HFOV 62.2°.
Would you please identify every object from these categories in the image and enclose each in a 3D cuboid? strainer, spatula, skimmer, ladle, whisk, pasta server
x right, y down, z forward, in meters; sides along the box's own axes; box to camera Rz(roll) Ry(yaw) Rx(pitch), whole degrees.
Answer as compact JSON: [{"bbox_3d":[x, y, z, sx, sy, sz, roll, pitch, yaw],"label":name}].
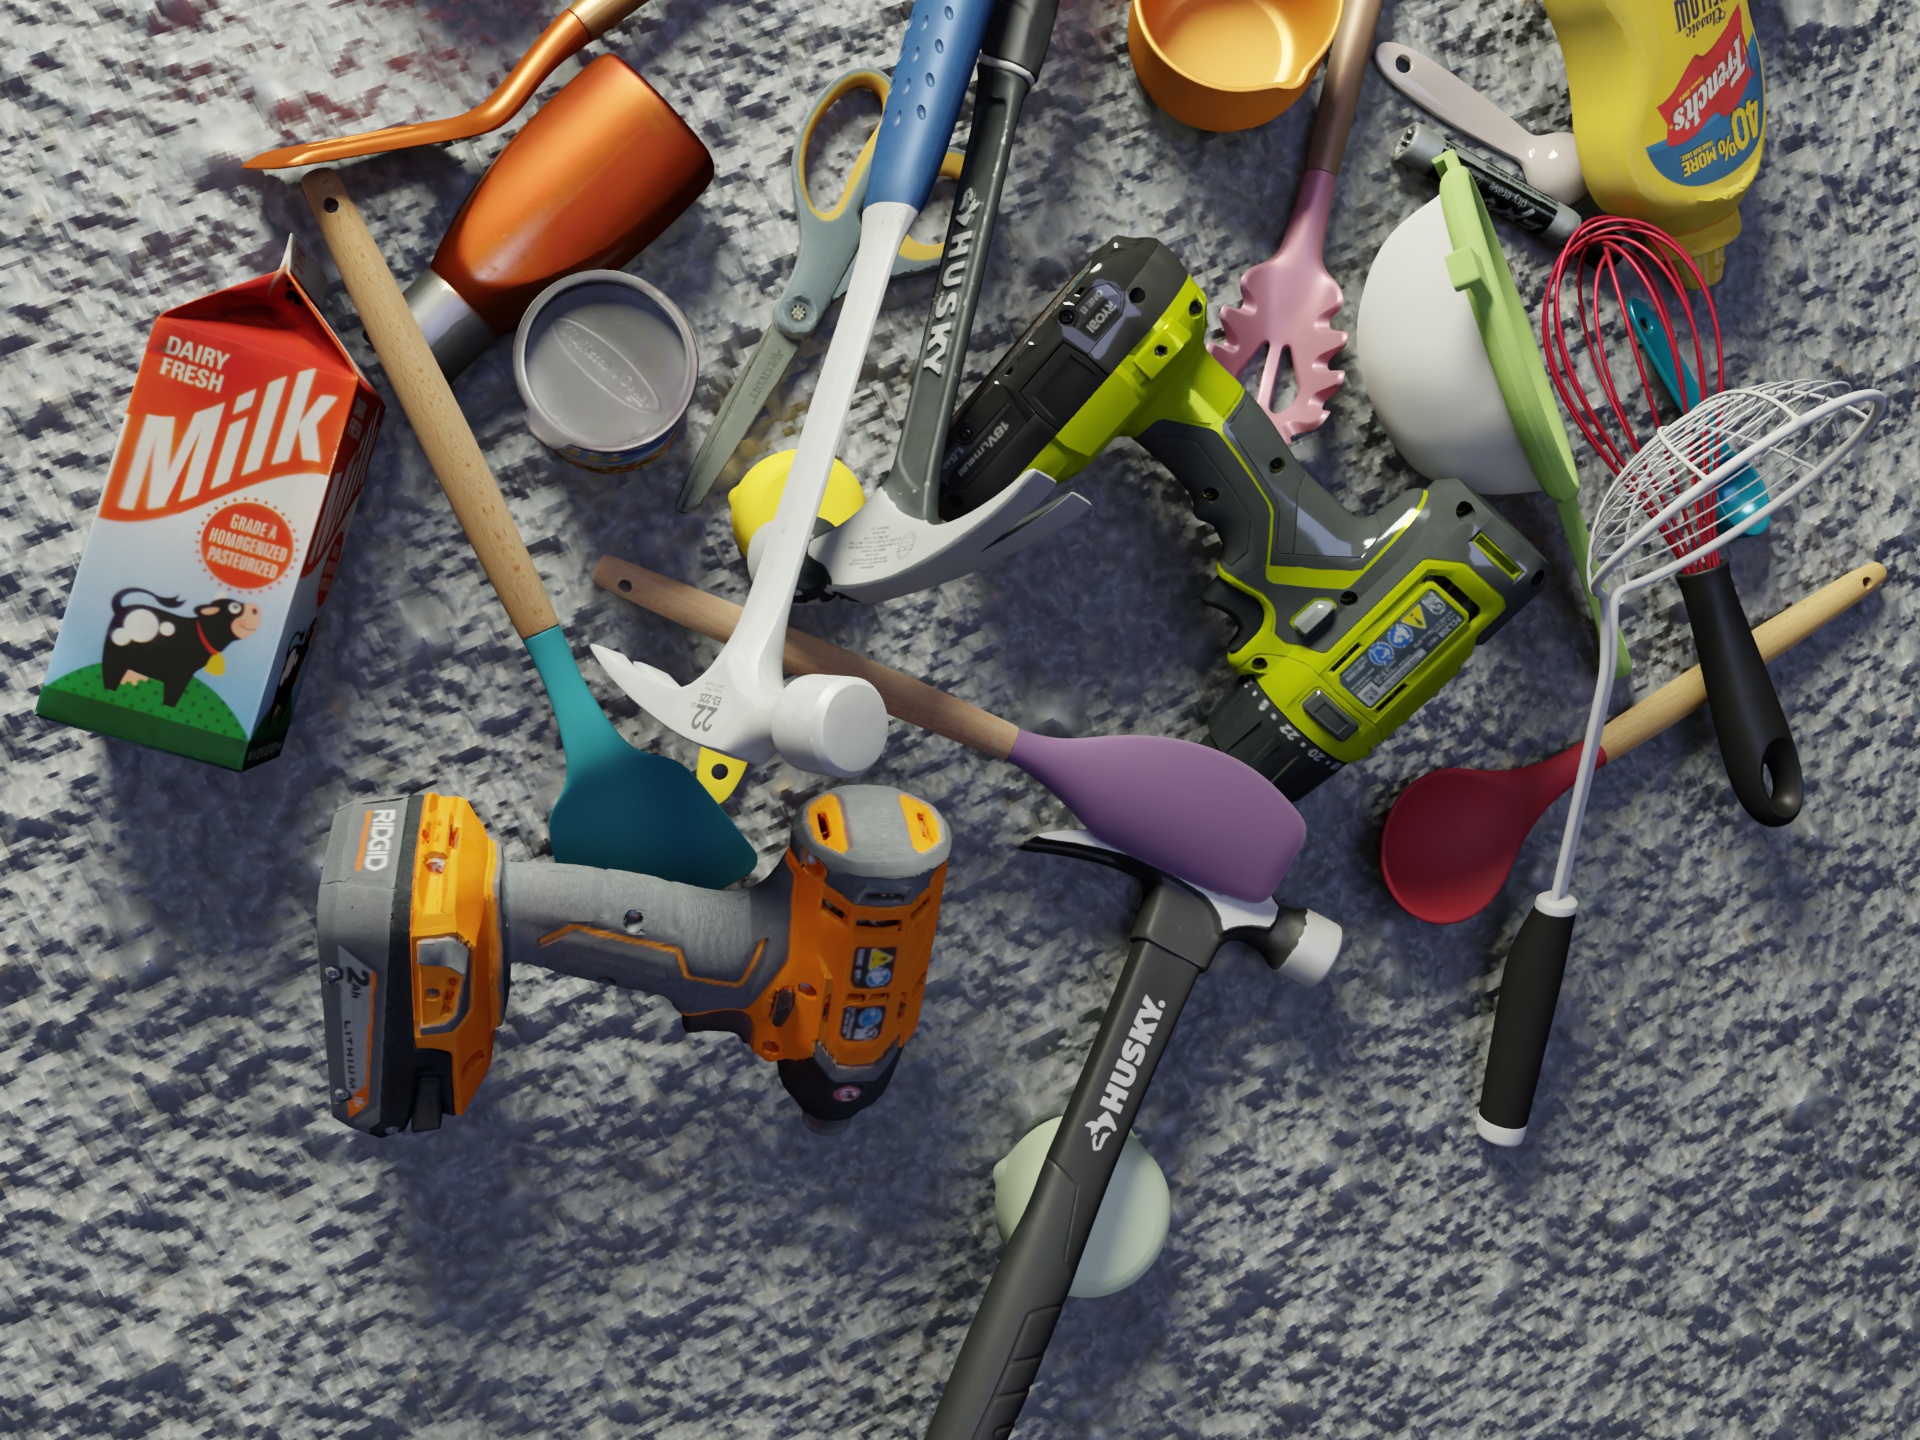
[{"bbox_3d":[0.236,-0.116,0.715,0.069,0.152,0.256,-17,119,24],"label":"strainer"},{"bbox_3d":[-0.139,-0.298,0.631,0.322,0.081,0.041,-44,125,-12],"label":"spatula"},{"bbox_3d":[-0.177,-0.058,0.621,0.082,0.044,0.317,-25,102,-8],"label":"spatula"},{"bbox_3d":[0.297,0.033,0.684,0.127,0.090,0.363,-10,114,-45],"label":"skimmer"},{"bbox_3d":[0.324,0.001,0.761,0.315,0.031,0.069,-30,96,-12],"label":"ladle"},{"bbox_3d":[-0.001,-0.002,0.659,0.316,0.018,0.059,23,110,-8],"label":"spatula"},{"bbox_3d":[0.335,-0.088,0.732,0.073,0.073,0.296,-22,97,-11],"label":"whisk"},{"bbox_3d":[0.168,-0.271,0.707,0.060,0.040,0.316,14,88,6],"label":"pasta server"}]

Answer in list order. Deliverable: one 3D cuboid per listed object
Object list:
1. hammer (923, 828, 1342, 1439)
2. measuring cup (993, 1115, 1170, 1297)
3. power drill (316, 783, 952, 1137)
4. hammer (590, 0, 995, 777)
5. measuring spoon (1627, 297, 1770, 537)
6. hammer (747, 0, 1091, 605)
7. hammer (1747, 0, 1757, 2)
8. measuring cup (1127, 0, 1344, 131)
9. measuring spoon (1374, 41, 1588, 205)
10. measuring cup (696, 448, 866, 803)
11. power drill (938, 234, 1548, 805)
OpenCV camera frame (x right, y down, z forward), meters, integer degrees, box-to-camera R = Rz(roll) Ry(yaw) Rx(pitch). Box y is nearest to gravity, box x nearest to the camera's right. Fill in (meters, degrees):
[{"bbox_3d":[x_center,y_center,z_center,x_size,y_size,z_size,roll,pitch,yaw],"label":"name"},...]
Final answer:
[{"bbox_3d":[0.037,0.201,0.658,0.146,0.035,0.335,28,72,-6],"label":"hammer"},{"bbox_3d":[0.074,0.175,0.704,0.083,0.038,0.167,23,89,-13],"label":"measuring cup"},{"bbox_3d":[-0.124,0.105,0.624,0.226,0.084,0.164,1,122,-14],"label":"power drill"},{"bbox_3d":[-0.034,-0.180,0.598,0.035,0.144,0.405,25,77,-44],"label":"hammer"},{"bbox_3d":[0.348,-0.144,0.767,0.042,0.021,0.128,-28,89,-34],"label":"measuring spoon"},{"bbox_3d":[0.017,-0.241,0.626,0.036,0.149,0.409,24,73,-43],"label":"hammer"},{"bbox_3d":[0.236,-0.412,0.703,0.331,0.033,0.128,2,91,-20],"label":"hammer"},{"bbox_3d":[0.151,-0.319,0.683,0.173,0.052,0.095,-30,85,-5],"label":"measuring cup"},{"bbox_3d":[0.244,-0.279,0.734,0.124,0.018,0.034,27,87,-13],"label":"measuring spoon"},{"bbox_3d":[-0.081,-0.039,0.664,0.062,0.029,0.156,17,87,-13],"label":"measuring cup"},{"bbox_3d":[0.099,-0.067,0.665,0.228,0.080,0.190,40,111,-10],"label":"power drill"}]
